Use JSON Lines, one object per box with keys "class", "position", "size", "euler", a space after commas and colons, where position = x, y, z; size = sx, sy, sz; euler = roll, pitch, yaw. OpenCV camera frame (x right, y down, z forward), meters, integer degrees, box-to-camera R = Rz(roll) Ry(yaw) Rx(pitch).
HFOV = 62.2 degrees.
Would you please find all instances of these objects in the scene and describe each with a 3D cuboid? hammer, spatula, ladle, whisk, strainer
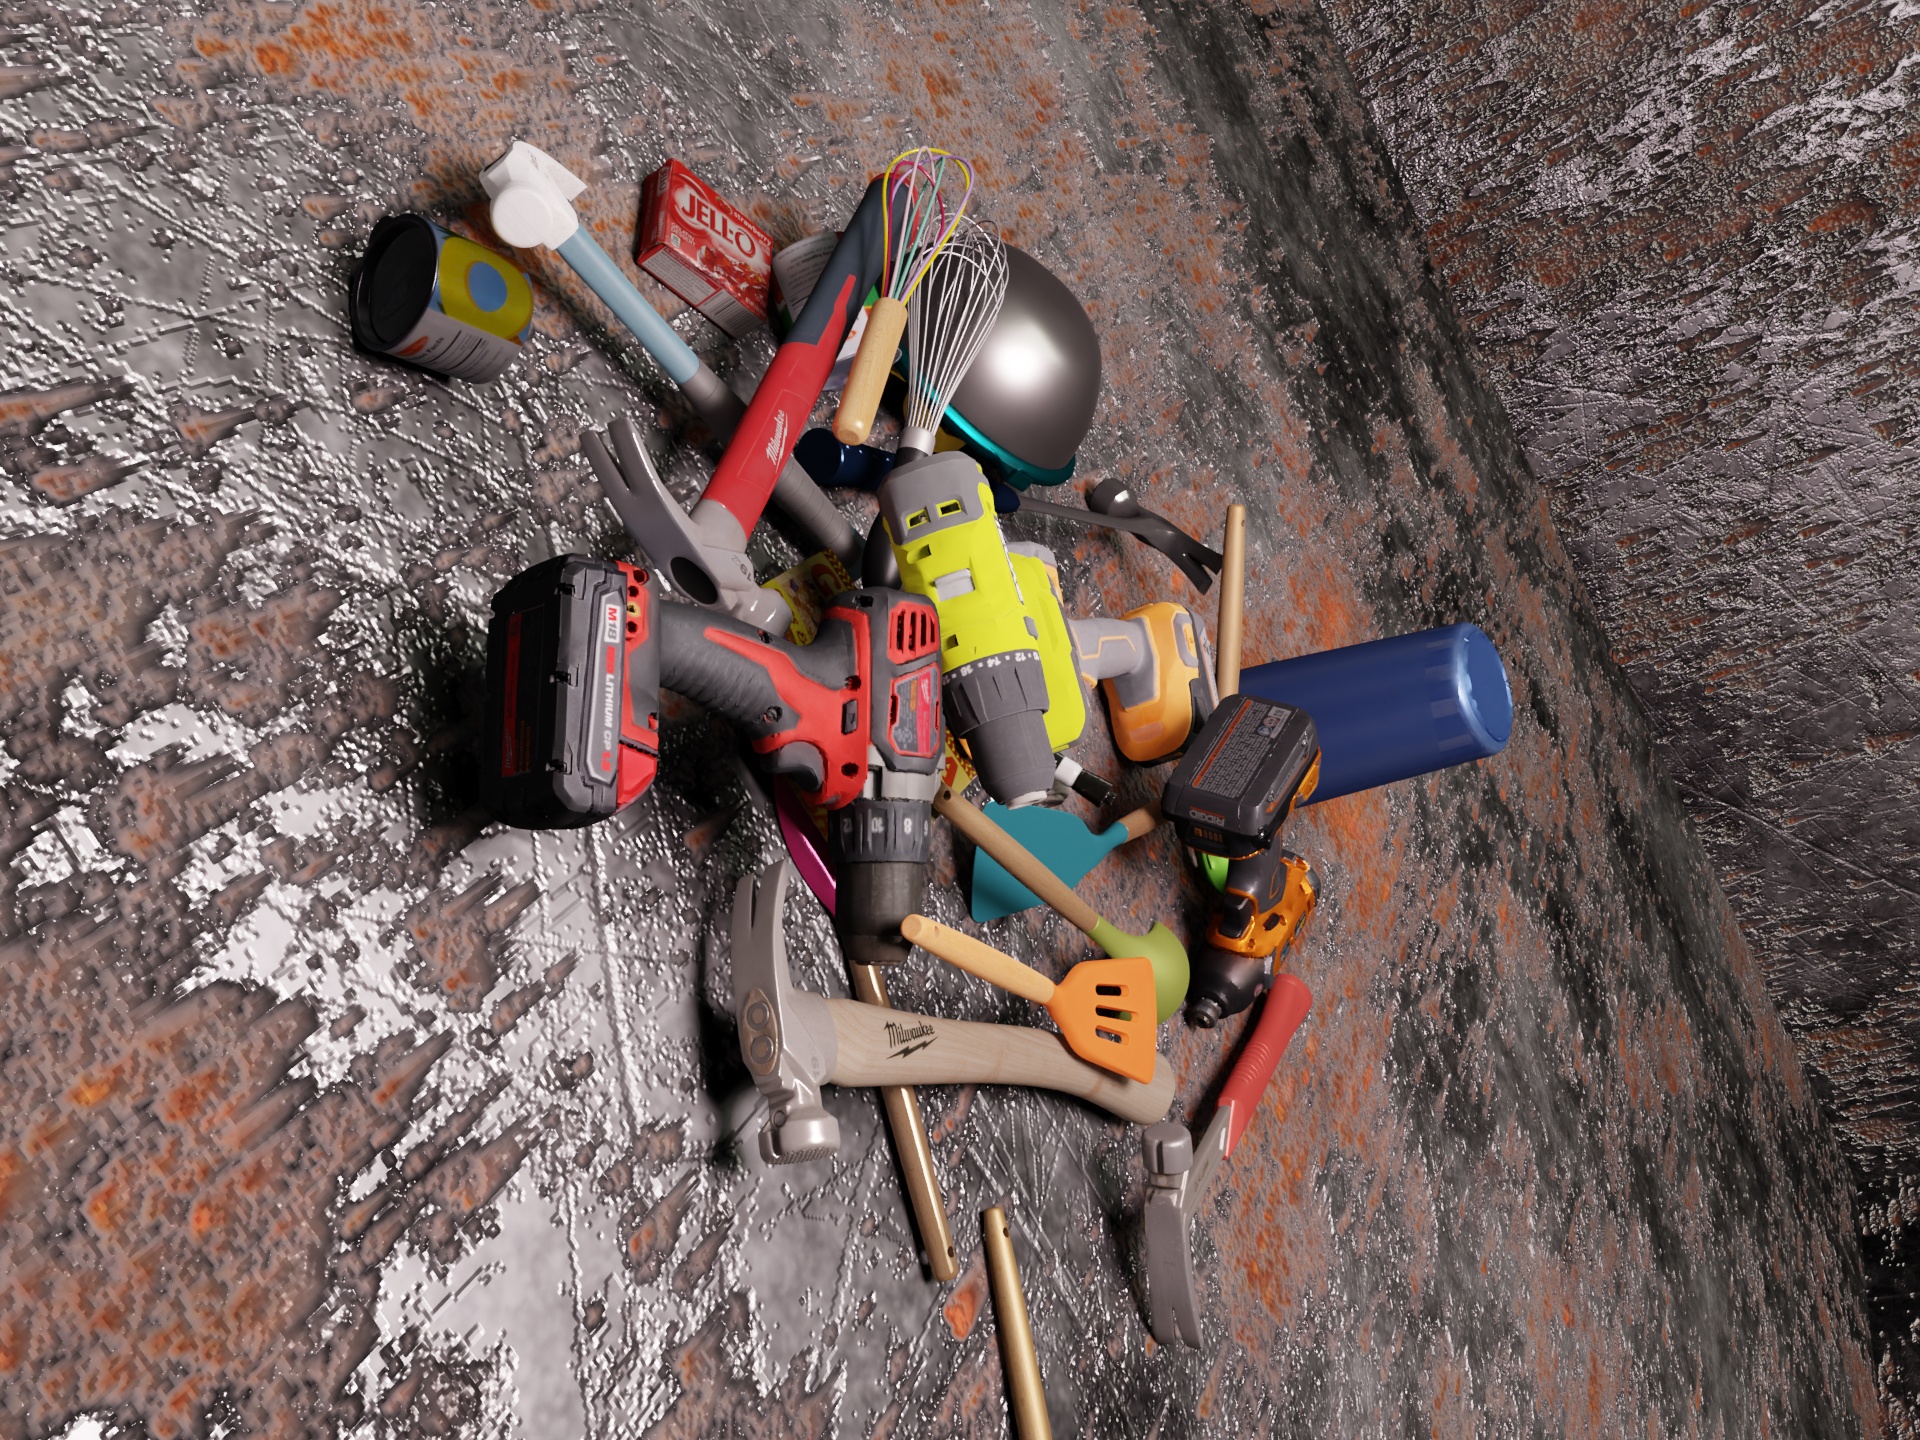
{"class": "hammer", "position": [0.199, 0.284, 1.145], "size": [0.359, 0.037, 0.149], "euler": [-33, 120, -61]}
{"class": "spatula", "position": [0.113, 0.068, 1.115], "size": [0.317, 0.044, 0.082], "euler": [-17, 117, -55]}
{"class": "ladle", "position": [0.048, 0.428, 0.870], "size": [0.069, 0.031, 0.316], "euler": [14, 59, -51]}
{"class": "whisk", "position": [-0.022, -0.201, 1.004], "size": [0.070, 0.070, 0.285], "euler": [33, 61, -42]}
{"class": "hammer", "position": [0.045, -0.157, 1.152], "size": [0.405, 0.035, 0.144], "euler": [3, 31, -50]}
{"class": "hammer", "position": [-0.148, -0.189, 0.905], "size": [0.330, 0.033, 0.128], "euler": [48, 11, -38]}
{"class": "hammer", "position": [0.016, 0.185, 0.926], "size": [0.410, 0.038, 0.146], "euler": [23, 50, -53]}
{"class": "hammer", "position": [-0.096, -0.218, 0.903], "size": [0.143, 0.038, 0.387], "euler": [55, 36, -35]}
{"class": "strainer", "position": [0.059, -0.298, 1.204], "size": [0.211, 0.095, 0.340], "euler": [50, 29, 0]}
{"class": "ladle", "position": [0.058, 0.113, 1.001], "size": [0.319, 0.062, 0.078], "euler": [43, 65, -42]}
{"class": "whisk", "position": [-0.041, -0.258, 0.942], "size": [0.047, 0.051, 0.245], "euler": [31, 55, -25]}
{"class": "spatula", "position": [0.046, 0.146, 0.888], "size": [0.322, 0.041, 0.081], "euler": [39, 49, -61]}

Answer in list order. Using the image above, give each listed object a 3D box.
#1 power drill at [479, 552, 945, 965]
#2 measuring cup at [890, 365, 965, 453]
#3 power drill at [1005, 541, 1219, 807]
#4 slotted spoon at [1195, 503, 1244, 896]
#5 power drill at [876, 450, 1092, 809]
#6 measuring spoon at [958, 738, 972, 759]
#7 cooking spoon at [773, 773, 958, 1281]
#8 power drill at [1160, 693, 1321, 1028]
{"class": "power drill", "position": [-0.102, 0.020, 0.746], "size": [0.226, 0.080, 0.188], "euler": [7, 80, -39]}
{"class": "measuring cup", "position": [-0.053, -0.242, 1.121], "size": [0.156, 0.029, 0.062], "euler": [32, 44, -27]}
{"class": "power drill", "position": [0.101, -0.019, 1.160], "size": [0.226, 0.084, 0.185], "euler": [13, 63, -48]}
{"class": "slotted spoon", "position": [0.210, -0.013, 1.254], "size": [0.070, 0.031, 0.313], "euler": [-16, 111, -51]}
{"class": "power drill", "position": [0.022, -0.037, 0.931], "size": [0.228, 0.080, 0.191], "euler": [33, 40, -78]}
{"class": "measuring spoon", "position": [-0.002, -0.003, 1.008], "size": [0.021, 0.011, 0.117], "euler": [57, 4, -24]}
{"class": "cooking spoon", "position": [-0.049, 0.153, 0.893], "size": [0.068, 0.017, 0.319], "euler": [1, 70, -55]}
{"class": "power drill", "position": [0.205, 0.112, 1.165], "size": [0.164, 0.084, 0.226], "euler": [-51, 144, -35]}
